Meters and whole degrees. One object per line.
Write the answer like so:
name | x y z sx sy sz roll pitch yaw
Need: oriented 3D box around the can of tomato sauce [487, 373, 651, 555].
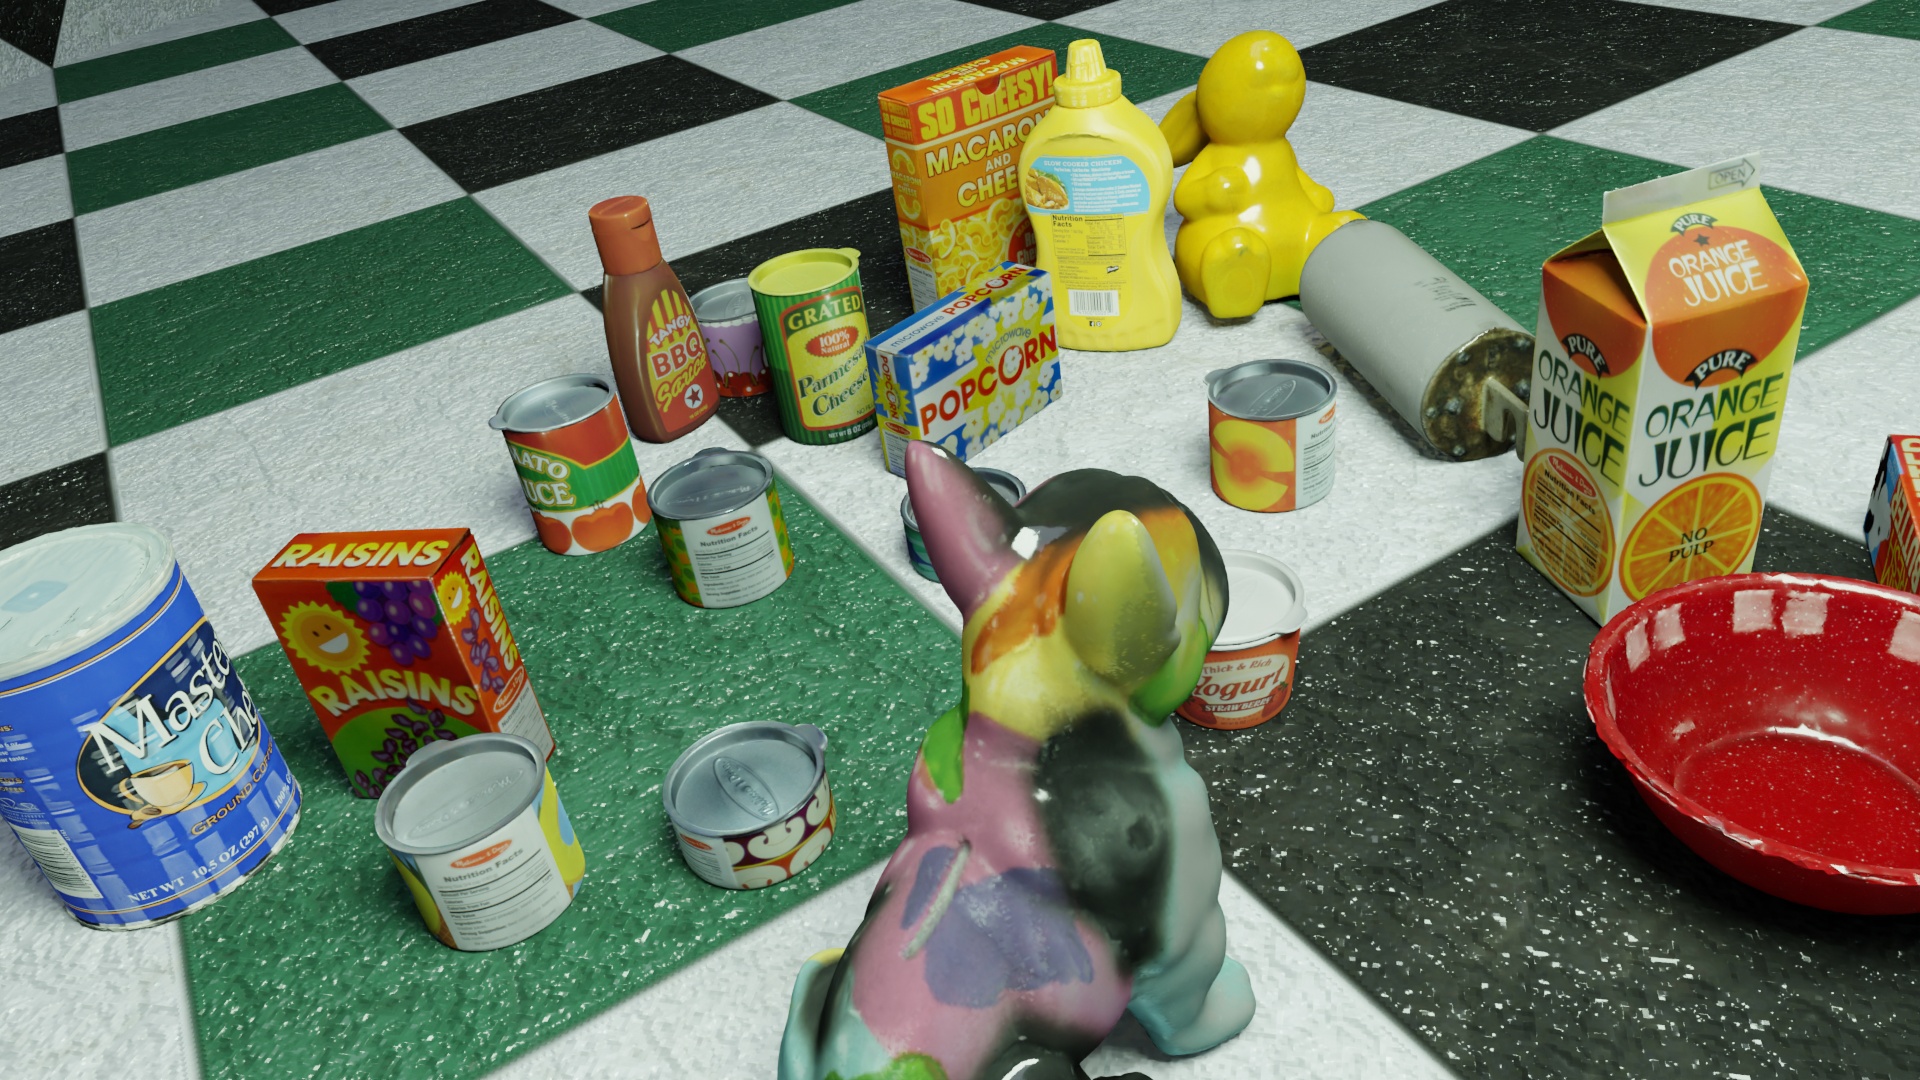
can of tomato sauce | -0.218 -0.042 0.784 0.071 0.082 0.071 -7 33 4

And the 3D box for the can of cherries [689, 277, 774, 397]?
can of cherries | -0.144 -0.136 0.932 0.071 0.058 0.072 -7 33 4

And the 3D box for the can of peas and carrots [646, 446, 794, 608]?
can of peas and carrots | -0.125 -0.007 0.730 0.071 0.058 0.071 -7 33 4

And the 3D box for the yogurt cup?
yogurt cup | 0.114 0.044 0.597 0.072 0.053 0.073 -7 33 4

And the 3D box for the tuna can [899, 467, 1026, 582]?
tuna can | 0.003 -0.009 0.725 0.071 0.032 0.071 -7 33 4

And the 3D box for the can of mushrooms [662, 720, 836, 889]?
can of mushrooms | -0.083 0.107 0.569 0.071 0.033 0.071 -7 33 4

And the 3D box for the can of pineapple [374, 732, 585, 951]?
can of pineapple | -0.191 0.119 0.555 0.071 0.057 0.071 -7 33 4

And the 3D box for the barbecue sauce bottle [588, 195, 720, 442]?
barbecue sauce bottle | -0.194 -0.138 0.865 0.044 0.147 0.065 14 39 32

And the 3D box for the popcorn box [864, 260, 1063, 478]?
popcorn box | 0.004 -0.100 0.814 0.038 0.084 0.127 20 43 38

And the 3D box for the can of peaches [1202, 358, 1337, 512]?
can of peaches | 0.162 -0.056 0.733 0.071 0.057 0.071 -7 33 4

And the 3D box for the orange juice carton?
orange juice carton | 0.294 -0.064 0.589 0.072 0.191 0.073 -15 33 -8

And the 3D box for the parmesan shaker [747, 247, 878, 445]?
parmesan shaker | -0.084 -0.119 0.849 0.071 0.102 0.072 -7 33 4

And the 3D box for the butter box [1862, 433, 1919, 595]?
butter box | 0.407 0.003 0.587 0.024 0.052 0.104 5 36 22

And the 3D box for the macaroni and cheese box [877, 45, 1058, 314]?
macaroni and cheese box | 0.017 -0.235 0.942 0.124 0.165 0.040 -29 37 -27

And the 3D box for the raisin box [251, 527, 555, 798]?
raisin box | -0.238 0.055 0.604 0.086 0.122 0.040 -1 34 13
